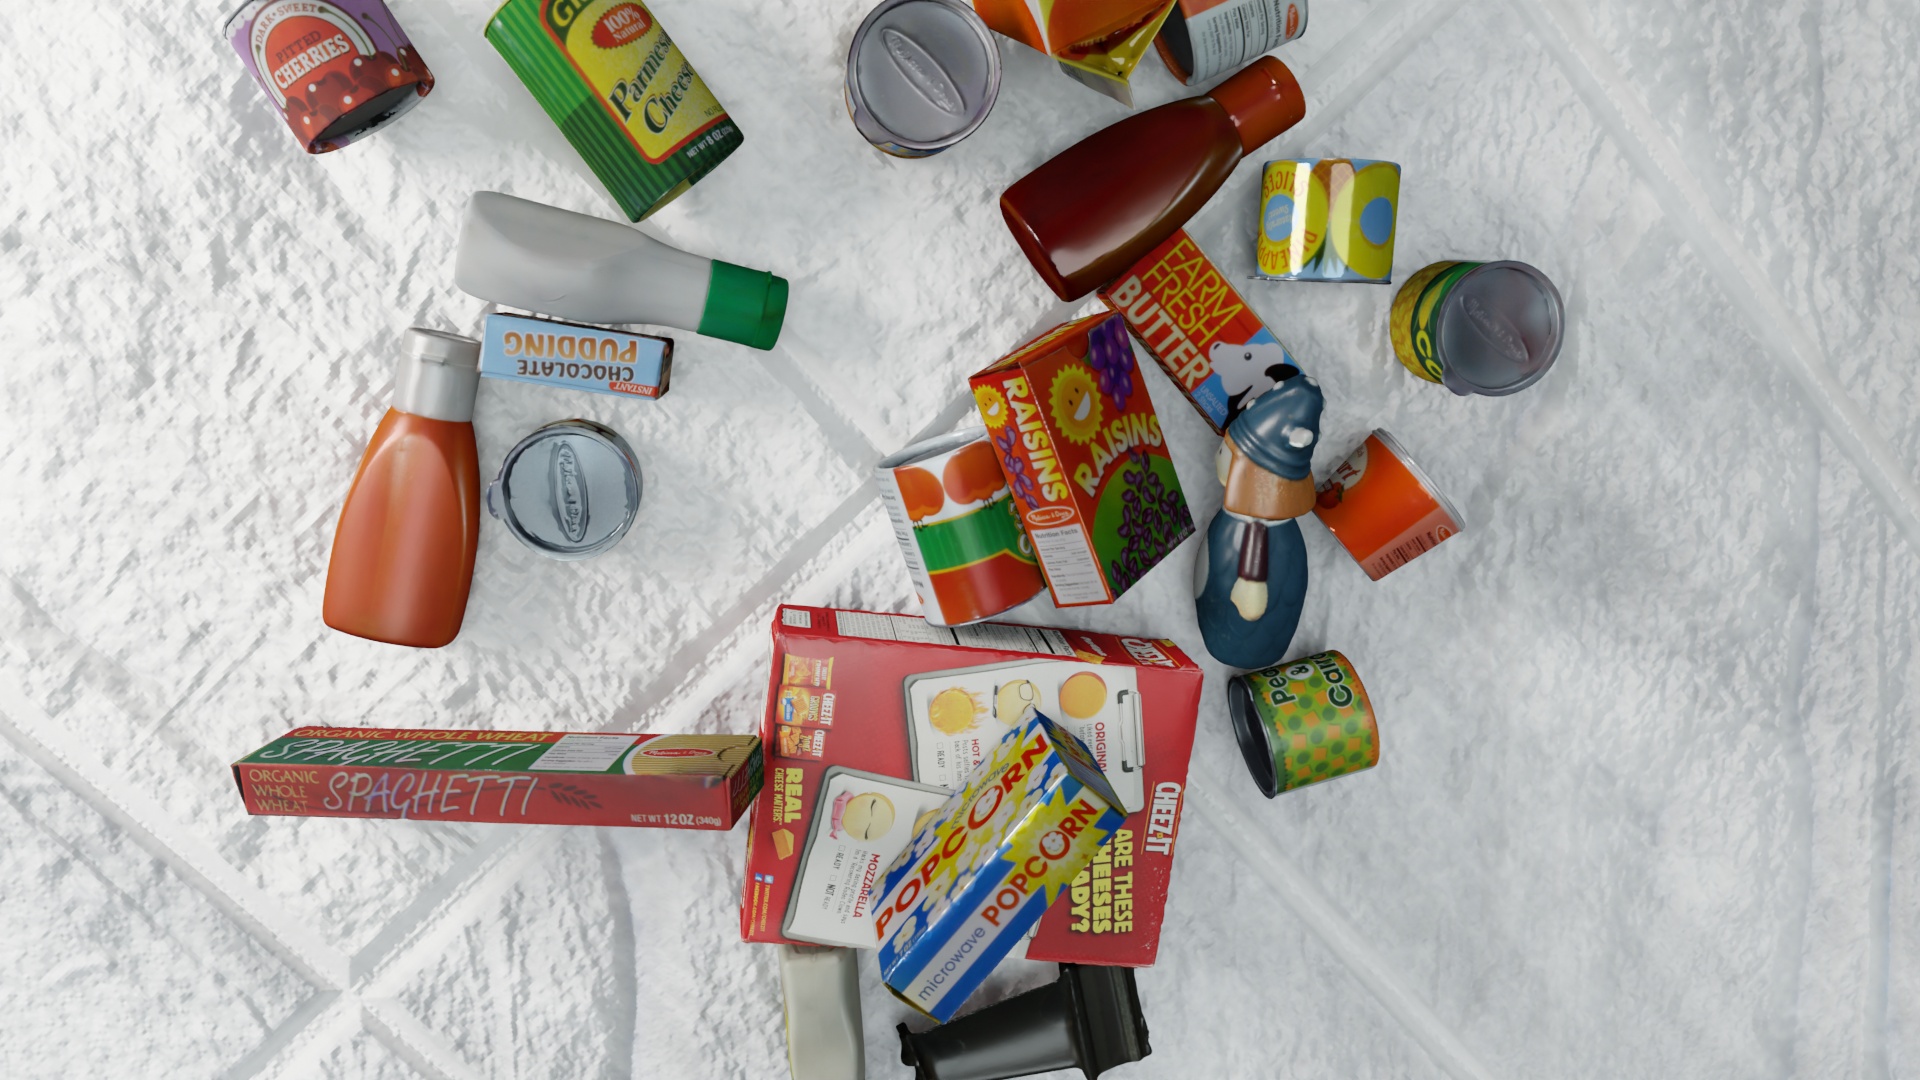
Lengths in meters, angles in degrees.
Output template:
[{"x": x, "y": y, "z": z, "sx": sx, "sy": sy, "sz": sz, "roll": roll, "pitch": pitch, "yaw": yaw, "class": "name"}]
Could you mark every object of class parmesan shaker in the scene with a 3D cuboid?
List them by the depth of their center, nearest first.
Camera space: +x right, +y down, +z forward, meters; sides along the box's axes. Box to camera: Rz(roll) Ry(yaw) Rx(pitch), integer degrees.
[{"x": -0.153, "y": -0.207, "z": 0.630, "sx": 0.071, "sy": 0.071, "sz": 0.103, "roll": -38, "pitch": 104, "yaw": 2, "class": "parmesan shaker"}]

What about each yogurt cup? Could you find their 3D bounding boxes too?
[{"x": 0.216, "y": -0.016, "z": 0.714, "sx": 0.054, "sy": 0.072, "sz": 0.072, "roll": -41, "pitch": 103, "yaw": 11, "class": "yogurt cup"}]

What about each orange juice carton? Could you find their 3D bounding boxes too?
[{"x": 0.039, "y": -0.280, "z": 0.595, "sx": 0.073, "sy": 0.072, "sz": 0.191, "roll": -30, "pitch": 131, "yaw": -11, "class": "orange juice carton"}]

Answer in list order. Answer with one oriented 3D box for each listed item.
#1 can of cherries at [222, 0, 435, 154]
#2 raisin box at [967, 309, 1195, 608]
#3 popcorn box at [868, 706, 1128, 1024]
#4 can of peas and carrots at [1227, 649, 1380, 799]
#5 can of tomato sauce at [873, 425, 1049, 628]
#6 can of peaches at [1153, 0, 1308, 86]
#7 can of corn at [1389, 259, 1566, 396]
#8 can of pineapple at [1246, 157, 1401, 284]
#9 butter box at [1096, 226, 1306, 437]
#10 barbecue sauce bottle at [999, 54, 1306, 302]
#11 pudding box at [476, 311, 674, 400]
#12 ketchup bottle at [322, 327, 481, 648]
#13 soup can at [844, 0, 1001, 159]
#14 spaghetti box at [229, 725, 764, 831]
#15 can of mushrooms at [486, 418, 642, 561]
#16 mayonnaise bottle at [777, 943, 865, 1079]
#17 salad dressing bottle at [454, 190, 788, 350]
[{"x": -0.277, "y": -0.211, "z": 0.610, "sx": 0.071, "sy": 0.071, "sz": 0.058, "roll": -31, "pitch": 104, "yaw": 0, "class": "can of cherries"}, {"x": 0.062, "y": -0.040, "z": 0.679, "sx": 0.086, "sy": 0.040, "sz": 0.123, "roll": -34, "pitch": 108, "yaw": -43, "class": "raisin box"}, {"x": 0.013, "y": 0.146, "z": 0.637, "sx": 0.038, "sy": 0.085, "sz": 0.126, "roll": 40, "pitch": 94, "yaw": -14, "class": "popcorn box"}, {"x": 0.179, "y": 0.094, "z": 0.729, "sx": 0.059, "sy": 0.071, "sz": 0.070, "roll": -15, "pitch": 103, "yaw": -4, "class": "can of peas and carrots"}, {"x": 0.002, "y": -0.009, "z": 0.688, "sx": 0.071, "sy": 0.071, "sz": 0.083, "roll": -20, "pitch": 103, "yaw": -2, "class": "can of tomato sauce"}, {"x": 0.121, "y": -0.257, "z": 0.653, "sx": 0.058, "sy": 0.071, "sz": 0.071, "roll": -25, "pitch": 104, "yaw": -1, "class": "can of peaches"}, {"x": 0.258, "y": -0.107, "z": 0.702, "sx": 0.071, "sy": 0.058, "sz": 0.071, "roll": -1, "pitch": 102, "yaw": -7, "class": "can of corn"}, {"x": 0.177, "y": -0.155, "z": 0.678, "sx": 0.071, "sy": 0.071, "sz": 0.057, "roll": 0, "pitch": 101, "yaw": -7, "class": "can of pineapple"}, {"x": 0.122, "y": -0.105, "z": 0.704, "sx": 0.053, "sy": 0.024, "sz": 0.103, "roll": -43, "pitch": 103, "yaw": 2, "class": "butter box"}, {"x": 0.096, "y": -0.180, "z": 0.672, "sx": 0.148, "sy": 0.043, "sz": 0.065, "roll": -33, "pitch": 73, "yaw": -1, "class": "barbecue sauce bottle"}, {"x": -0.181, "y": -0.087, "z": 0.658, "sx": 0.084, "sy": 0.050, "sz": 0.030, "roll": 8, "pitch": 99, "yaw": -8, "class": "pudding box"}, {"x": -0.260, "y": -0.026, "z": 0.664, "sx": 0.065, "sy": 0.043, "sz": 0.148, "roll": 13, "pitch": 100, "yaw": -9, "class": "ketchup bottle"}, {"x": -0.022, "y": -0.208, "z": 0.635, "sx": 0.071, "sy": 0.084, "sz": 0.071, "roll": -1, "pitch": 102, "yaw": -6, "class": "soup can"}, {"x": -0.219, "y": 0.111, "z": 0.659, "sx": 0.250, "sy": 0.050, "sz": 0.028, "roll": -1, "pitch": 104, "yaw": 11, "class": "spaghetti box"}, {"x": -0.192, "y": -0.025, "z": 0.677, "sx": 0.071, "sy": 0.033, "sz": 0.071, "roll": -2, "pitch": 102, "yaw": -7, "class": "can of mushrooms"}, {"x": -0.072, "y": 0.272, "z": 0.740, "sx": 0.041, "sy": 0.065, "sz": 0.147, "roll": -3, "pitch": 106, "yaw": -3, "class": "mayonnaise bottle"}, {"x": -0.156, "y": -0.123, "z": 0.650, "sx": 0.148, "sy": 0.064, "sz": 0.043, "roll": 12, "pitch": 123, "yaw": -16, "class": "salad dressing bottle"}]
